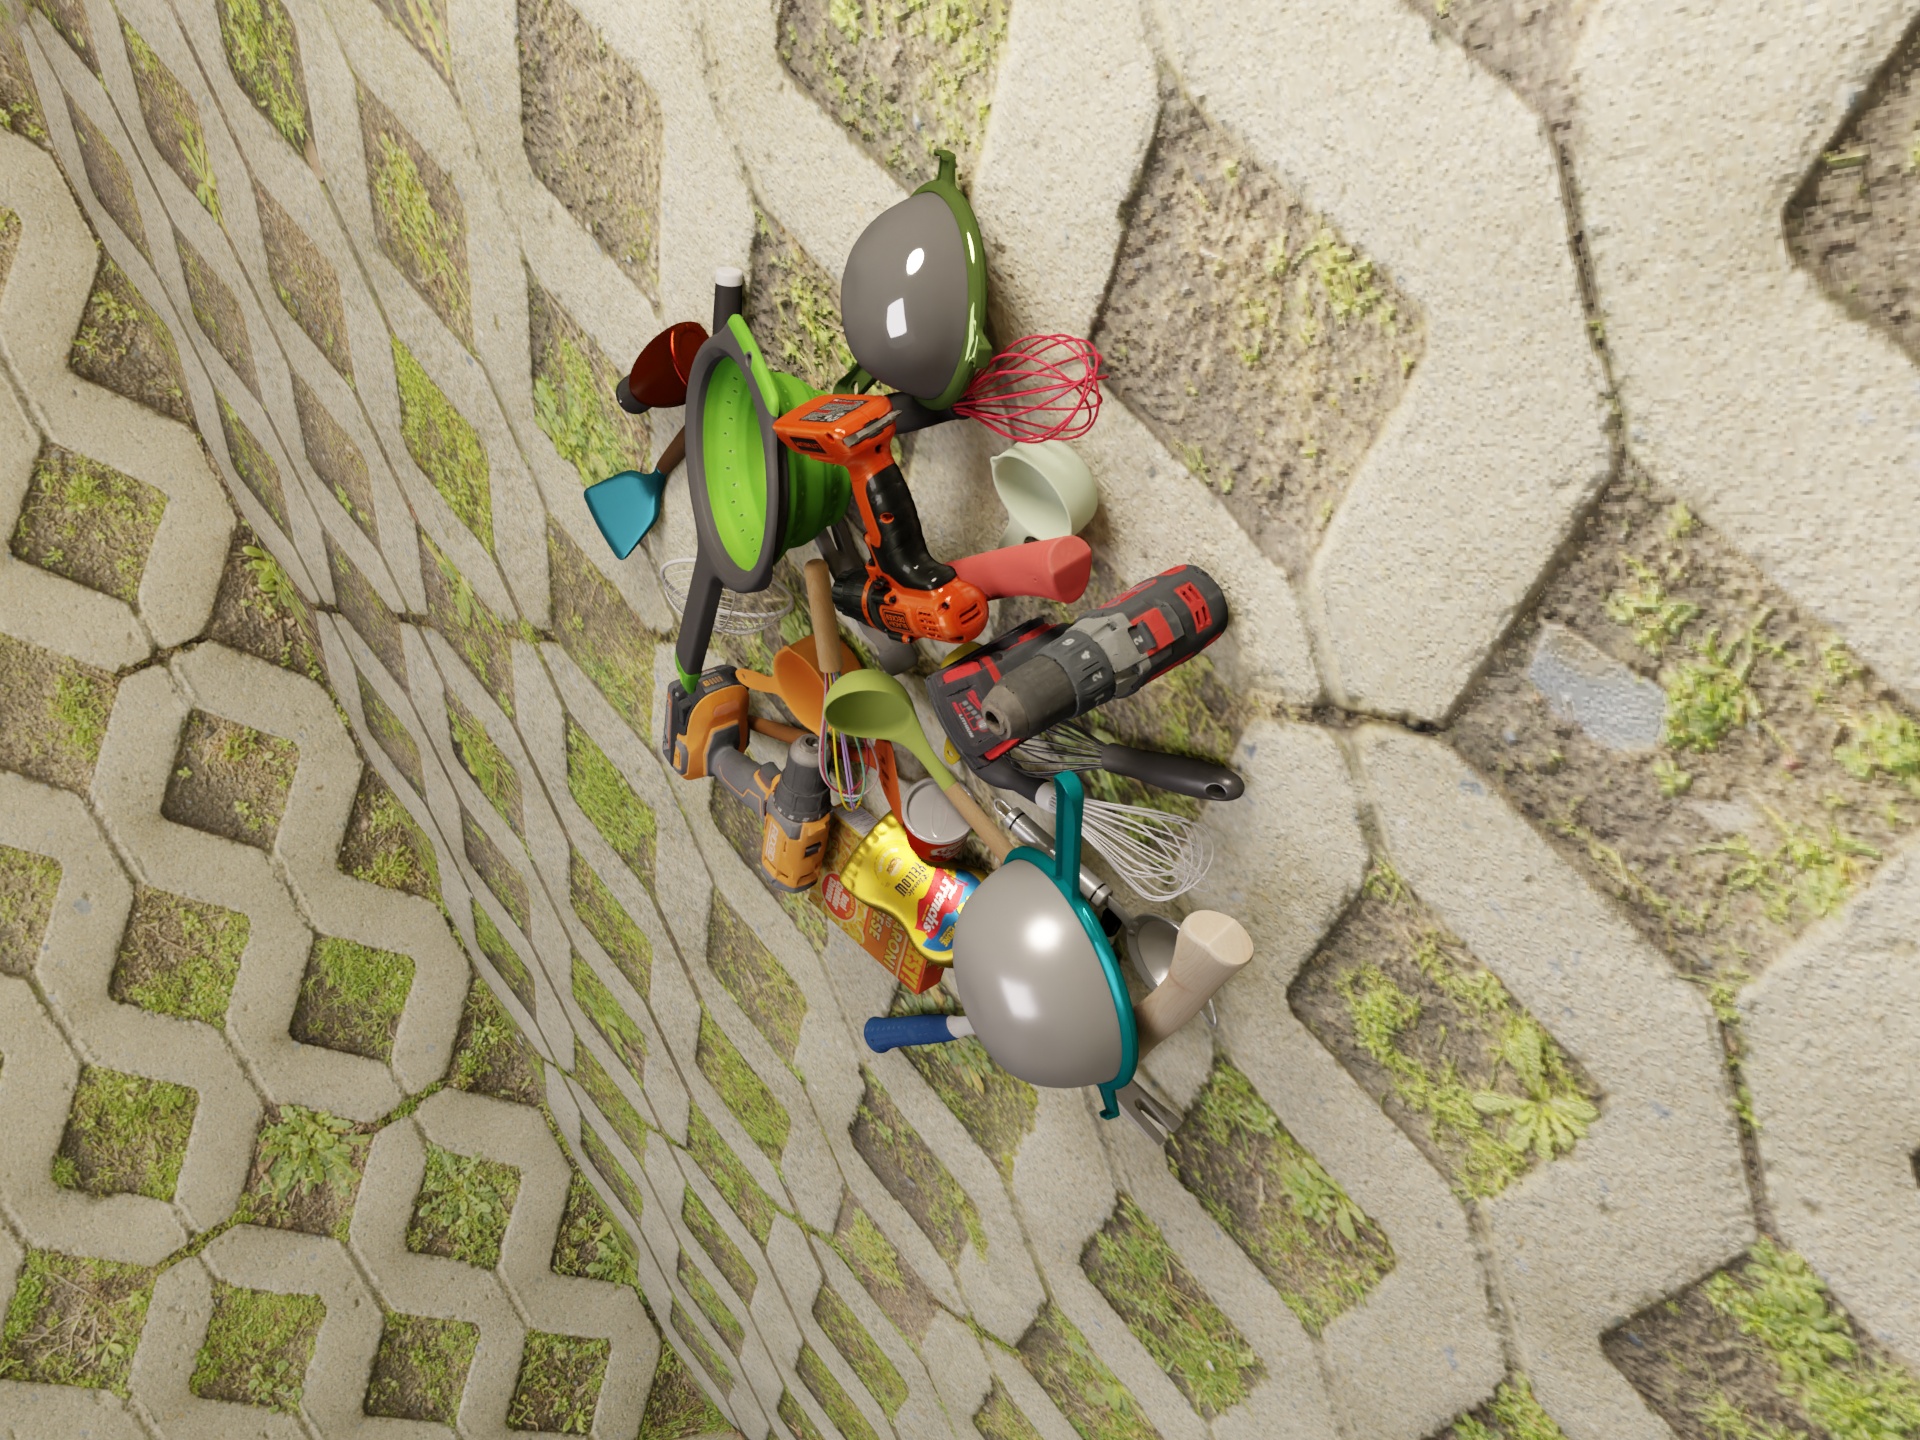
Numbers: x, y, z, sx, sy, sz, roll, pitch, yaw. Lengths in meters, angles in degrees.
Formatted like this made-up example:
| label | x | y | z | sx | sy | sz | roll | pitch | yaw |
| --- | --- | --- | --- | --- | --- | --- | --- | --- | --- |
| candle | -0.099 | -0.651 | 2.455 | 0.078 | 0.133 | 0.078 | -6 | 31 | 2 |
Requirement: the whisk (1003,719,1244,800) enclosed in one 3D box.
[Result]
| label | x | y | z | sx | sy | sz | roll | pitch | yaw |
| --- | --- | --- | --- | --- | --- | --- | --- | --- | --- |
| whisk | 0.115 | 0.031 | 1.204 | 0.239 | 0.055 | 0.055 | 13 | 128 | 44 |

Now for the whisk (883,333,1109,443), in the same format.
| label | x | y | z | sx | sy | sz | roll | pitch | yaw |
| --- | --- | --- | --- | --- | --- | --- | --- | --- | --- |
| whisk | 0.011 | -0.224 | 1.112 | 0.296 | 0.073 | 0.073 | 10 | 126 | 59 |

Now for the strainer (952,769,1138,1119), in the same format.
| label | x | y | z | sx | sy | sz | roll | pitch | yaw |
| --- | --- | --- | --- | --- | --- | --- | --- | --- | --- |
| strainer | 0.049 | 0.171 | 1.240 | 0.211 | 0.095 | 0.340 | 54 | 157 | 38 |

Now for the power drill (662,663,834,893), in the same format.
| label | x | y | z | sx | sy | sz | roll | pitch | yaw |
| --- | --- | --- | --- | --- | --- | --- | --- | --- | --- |
| power drill | -0.205 | 0.038 | 1.581 | 0.226 | 0.084 | 0.185 | 45 | 140 | 30 |

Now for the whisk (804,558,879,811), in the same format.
| label | x | y | z | sx | sy | sz | roll | pitch | yaw |
| --- | --- | --- | --- | --- | --- | --- | --- | --- | --- |
| whisk | -0.110 | -0.029 | 1.406 | 0.051 | 0.047 | 0.244 | 24 | 130 | 45 |

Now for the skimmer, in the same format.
| label | x | y | z | sx | sy | sz | roll | pitch | yaw |
| --- | --- | --- | --- | --- | --- | --- | --- | --- | --- |
| skimmer | -0.204 | -0.230 | 1.415 | 0.127 | 0.090 | 0.363 | 9 | 123 | 3 |

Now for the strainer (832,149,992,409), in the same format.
| label | x | y | z | sx | sy | sz | roll | pitch | yaw |
| --- | --- | --- | --- | --- | --- | --- | --- | --- | --- |
| strainer | -0.063 | -0.273 | 1.112 | 0.256 | 0.069 | 0.151 | -27 | 71 | 63 |

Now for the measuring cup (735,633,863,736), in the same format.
| label | x | y | z | sx | sy | sz | roll | pitch | yaw |
| --- | --- | --- | --- | --- | --- | --- | --- | --- | --- |
| measuring cup | -0.152 | -0.043 | 1.508 | 0.174 | 0.052 | 0.095 | 12 | 128 | 52 |

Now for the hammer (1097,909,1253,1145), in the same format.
| label | x | y | z | sx | sy | sz | roll | pitch | yaw |
| --- | --- | --- | --- | --- | --- | --- | --- | --- | --- |
| hammer | 0.161 | 0.239 | 1.249 | 0.146 | 0.038 | 0.410 | 46 | 158 | 12 |

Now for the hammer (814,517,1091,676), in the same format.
| label | x | y | z | sx | sy | sz | roll | pitch | yaw |
| --- | --- | --- | --- | --- | --- | --- | --- | --- | --- |
| hammer | -0.010 | -0.113 | 1.219 | 0.359 | 0.037 | 0.149 | -3 | 116 | 64 |

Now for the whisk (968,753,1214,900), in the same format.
| label | x | y | z | sx | sy | sz | roll | pitch | yaw |
| --- | --- | --- | --- | --- | --- | --- | --- | --- | --- |
| whisk | 0.094 | 0.073 | 1.265 | 0.285 | 0.070 | 0.070 | 27 | 138 | 48 |

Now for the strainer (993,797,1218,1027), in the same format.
| label | x | y | z | sx | sy | sz | roll | pitch | yaw |
| --- | --- | --- | --- | --- | --- | --- | --- | --- | --- |
| strainer | 0.121 | 0.145 | 1.283 | 0.259 | 0.050 | 0.086 | 41 | 142 | 19 |

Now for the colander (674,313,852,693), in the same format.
| label | x | y | z | sx | sy | sz | roll | pitch | yaw |
| --- | --- | --- | --- | --- | --- | --- | --- | --- | --- |
| colander | -0.170 | -0.159 | 1.342 | 0.205 | 0.094 | 0.396 | 64 | 149 | 30 |

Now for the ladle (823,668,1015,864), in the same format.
| label | x | y | z | sx | sy | sz | roll | pitch | yaw |
| --- | --- | --- | --- | --- | --- | --- | --- | --- | --- |
| ladle | 0.002 | 0.083 | 1.371 | 0.320 | 0.062 | 0.078 | 50 | 132 | -4 |

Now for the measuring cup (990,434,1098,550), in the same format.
| label | x | y | z | sx | sy | sz | roll | pitch | yaw |
| --- | --- | --- | --- | --- | --- | --- | --- | --- | --- |
| measuring cup | 0.055 | -0.149 | 1.142 | 0.083 | 0.038 | 0.167 | 47 | 162 | 7 |

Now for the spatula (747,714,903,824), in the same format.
| label | x | y | z | sx | sy | sz | roll | pitch | yaw |
| --- | --- | --- | --- | --- | --- | --- | --- | --- | --- |
| spatula | -0.140 | 0.028 | 1.564 | 0.323 | 0.041 | 0.081 | 15 | 118 | 50 |

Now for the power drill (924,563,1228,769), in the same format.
| label | x | y | z | sx | sy | sz | roll | pitch | yaw |
| --- | --- | --- | --- | --- | --- | --- | --- | --- | --- |
| power drill | 0.059 | -0.027 | 1.097 | 0.080 | 0.188 | 0.227 | 62 | 153 | -3 |

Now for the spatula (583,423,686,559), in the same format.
| label | x | y | z | sx | sy | sz | roll | pitch | yaw |
| --- | --- | --- | --- | --- | --- | --- | --- | --- | --- |
| spatula | -0.283 | -0.246 | 1.515 | 0.082 | 0.044 | 0.317 | 62 | 148 | 0 |

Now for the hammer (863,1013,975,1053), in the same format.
| label | x | y | z | sx | sy | sz | roll | pitch | yaw |
| --- | --- | --- | --- | --- | --- | --- | --- | --- | --- |
| hammer | -0.003 | 0.308 | 1.630 | 0.144 | 0.035 | 0.405 | 59 | 149 | -4 |

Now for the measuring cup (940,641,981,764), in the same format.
| label | x | y | z | sx | sy | sz | roll | pitch | yaw |
| --- | --- | --- | --- | --- | --- | --- | --- | --- | --- |
| measuring cup | -0.002 | -0.004 | 1.349 | 0.062 | 0.029 | 0.156 | 45 | 145 | 20 |
